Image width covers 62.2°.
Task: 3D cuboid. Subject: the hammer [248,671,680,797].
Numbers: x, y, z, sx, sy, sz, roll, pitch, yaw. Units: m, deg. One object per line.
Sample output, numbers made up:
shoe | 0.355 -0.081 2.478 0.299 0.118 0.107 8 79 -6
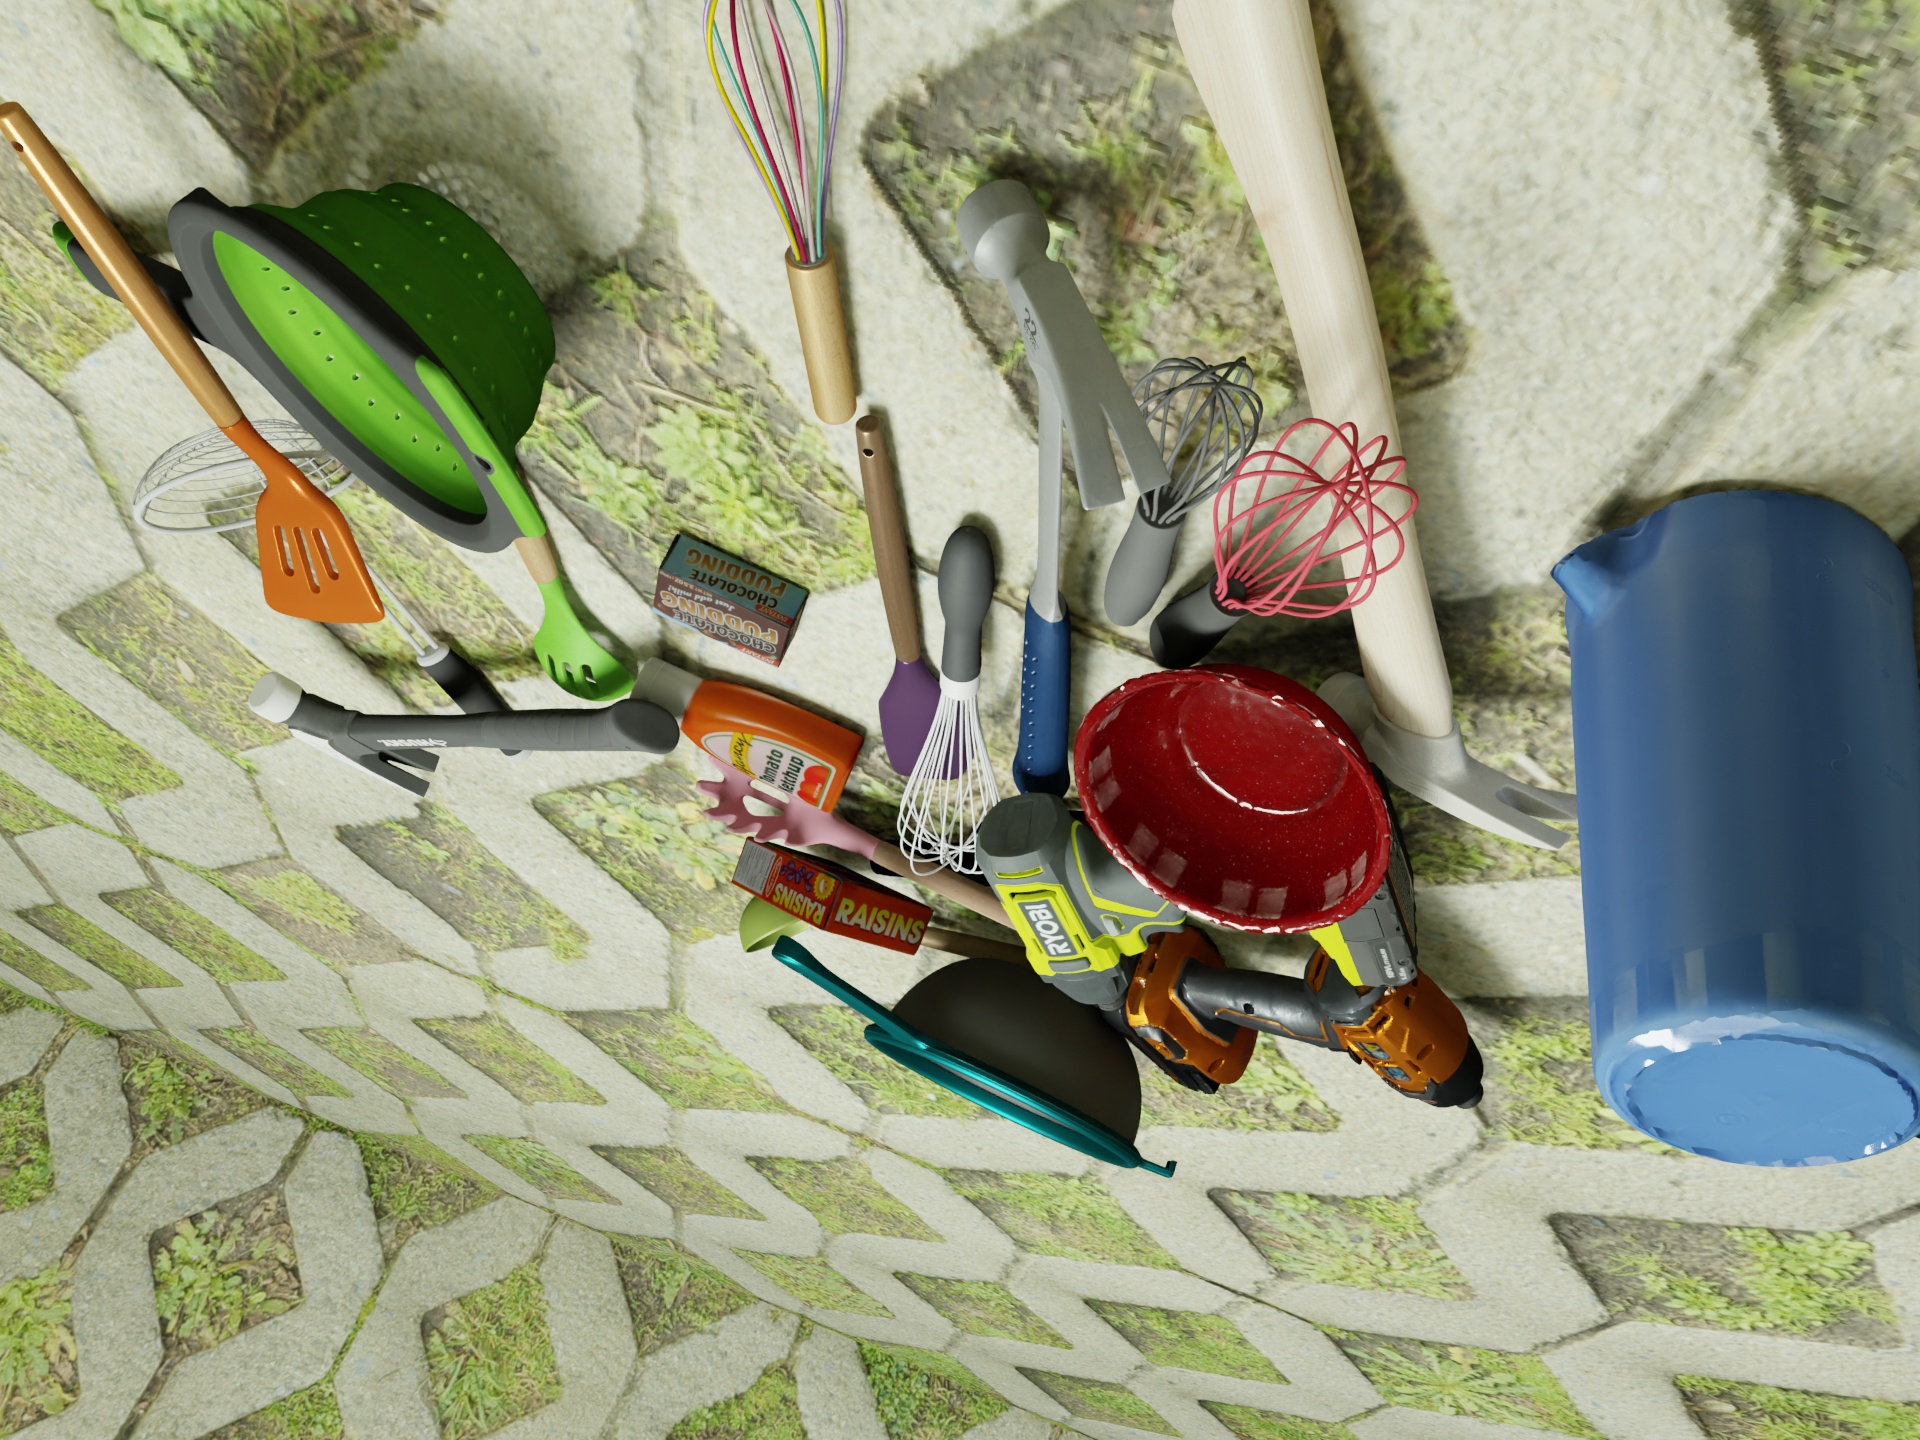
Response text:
hammer | -0.323 0.009 1.079 0.335 0.035 0.146 -1 153 33

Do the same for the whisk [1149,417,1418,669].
whisk | 0.124 -0.061 0.686 0.073 0.073 0.296 25 169 -2

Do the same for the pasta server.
pasta server | -0.033 0.096 1.048 0.316 0.060 0.040 23 175 19

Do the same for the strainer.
strainer | 0.007 0.194 1.076 0.211 0.095 0.340 9 155 47

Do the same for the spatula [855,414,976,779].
spatula | -0.030 -0.053 0.895 0.060 0.018 0.315 4 145 9

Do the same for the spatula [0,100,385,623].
spatula | -0.391 -0.166 0.815 0.081 0.041 0.322 6 146 15

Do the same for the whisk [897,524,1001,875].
whisk | -0.001 -0.004 0.912 0.070 0.070 0.284 17 140 11

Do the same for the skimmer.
skimmer | -0.382 -0.061 1.041 0.127 0.090 0.362 -19 139 7

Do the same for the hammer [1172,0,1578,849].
hammer | 0.167 -0.105 0.635 0.146 0.038 0.410 32 158 44

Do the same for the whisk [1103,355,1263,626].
whisk | 0.089 -0.091 0.708 0.055 0.055 0.238 21 161 4

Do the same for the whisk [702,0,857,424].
whisk | -0.070 -0.211 0.666 0.051 0.047 0.244 14 150 12

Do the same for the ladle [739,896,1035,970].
ladle | -0.014 0.177 1.192 0.320 0.062 0.078 11 176 13

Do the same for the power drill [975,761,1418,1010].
power drill | 0.140 0.103 0.911 0.223 0.080 0.171 -9 133 23

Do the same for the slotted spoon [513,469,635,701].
slotted spoon | -0.260 -0.105 0.959 0.070 0.031 0.313 14 146 16

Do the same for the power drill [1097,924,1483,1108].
power drill | 0.219 0.198 1.028 0.226 0.084 0.164 -7 138 47

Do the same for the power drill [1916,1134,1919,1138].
power drill | 0.501 0.145 0.795 0.228 0.080 0.190 30 147 -16

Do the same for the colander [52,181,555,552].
colander | -0.325 -0.215 0.798 0.397 0.094 0.204 26 155 31

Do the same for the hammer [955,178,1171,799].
hammer | 0.043 -0.059 0.770 0.035 0.144 0.405 -19 152 -8
